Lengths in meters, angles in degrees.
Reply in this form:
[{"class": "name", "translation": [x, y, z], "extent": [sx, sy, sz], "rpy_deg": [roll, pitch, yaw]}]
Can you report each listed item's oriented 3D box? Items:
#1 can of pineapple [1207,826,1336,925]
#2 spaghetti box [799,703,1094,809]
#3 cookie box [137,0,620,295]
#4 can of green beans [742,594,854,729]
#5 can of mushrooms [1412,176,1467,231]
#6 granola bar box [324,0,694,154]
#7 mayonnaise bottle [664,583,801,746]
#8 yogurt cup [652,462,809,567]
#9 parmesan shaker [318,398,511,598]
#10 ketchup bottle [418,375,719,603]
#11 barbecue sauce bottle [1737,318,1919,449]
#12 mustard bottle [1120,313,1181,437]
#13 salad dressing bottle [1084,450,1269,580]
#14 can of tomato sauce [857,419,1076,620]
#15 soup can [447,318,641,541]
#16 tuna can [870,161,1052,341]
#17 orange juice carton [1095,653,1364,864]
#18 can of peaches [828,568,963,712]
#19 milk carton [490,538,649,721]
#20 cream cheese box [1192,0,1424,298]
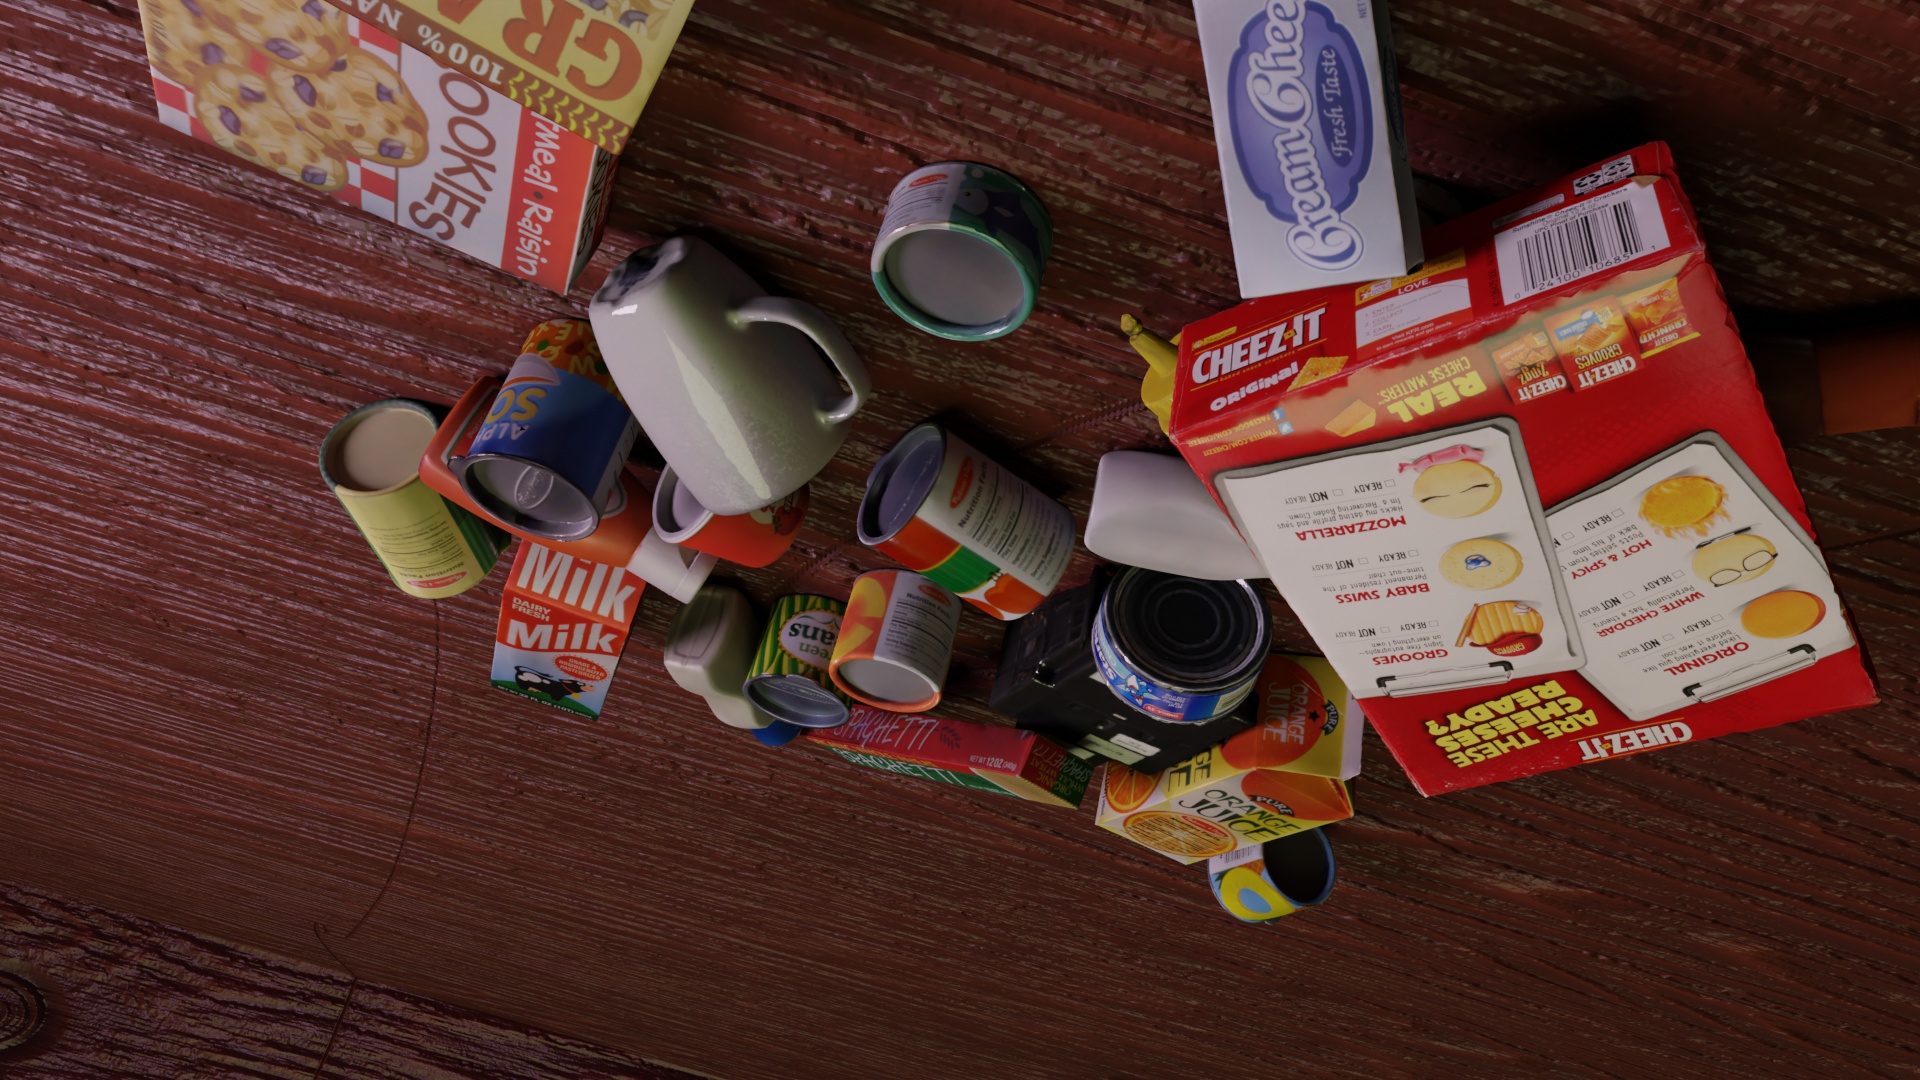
[{"class": "can of pineapple", "translation": [0.212, 0.221, 0.938], "extent": [0.071, 0.071, 0.057], "rpy_deg": [25, 147, -17]}, {"class": "spaghetti box", "translation": [-0.018, 0.129, 0.860], "extent": [0.050, 0.029, 0.250], "rpy_deg": [34, 160, -30]}, {"class": "cookie box", "translation": [-0.210, -0.173, 0.515], "extent": [0.167, 0.040, 0.122], "rpy_deg": [22, 147, -11]}, {"class": "can of green beans", "translation": [-0.091, 0.073, 0.837], "extent": [0.071, 0.058, 0.071], "rpy_deg": [11, 148, 7]}, {"class": "can of mushrooms", "translation": [0.146, -0.097, 0.493], "extent": [0.071, 0.033, 0.070], "rpy_deg": [11, 149, 7]}, {"class": "granola bar box", "translation": [-0.148, -0.207, 0.401], "extent": [0.165, 0.039, 0.123], "rpy_deg": [26, 127, -18]}, {"class": "mayonnaise bottle", "translation": [-0.138, 0.086, 0.877], "extent": [0.041, 0.065, 0.147], "rpy_deg": [7, 152, 18]}, {"class": "yogurt cup", "translation": [-0.113, -0.021, 0.693], "extent": [0.072, 0.073, 0.054], "rpy_deg": [-19, 143, 42]}, {"class": "parmesan shaker", "translation": [-0.298, -0.023, 0.765], "extent": [0.071, 0.071, 0.102], "rpy_deg": [10, 147, 7]}, {"class": "ketchup bottle", "translation": [-0.194, -0.020, 0.708], "extent": [0.149, 0.065, 0.043], "rpy_deg": [32, 151, -11]}, {"class": "barbecue sauce bottle", "translation": [0.269, -0.051, 0.505], "extent": [0.148, 0.044, 0.064], "rpy_deg": [-6, 147, 30]}, {"class": "mustard bottle", "translation": [0.122, -0.044, 0.562], "extent": [0.160, 0.066, 0.048], "rpy_deg": [35, 134, -21]}, {"class": "salad dressing bottle", "translation": [0.133, -0.005, 0.637], "extent": [0.148, 0.044, 0.064], "rpy_deg": [11, 148, 3]}, {"class": "can of tomato sauce", "translation": [0.002, -0.008, 0.663], "extent": [0.083, 0.071, 0.071], "rpy_deg": [31, 145, -26]}, {"class": "soup can", "translation": [-0.189, -0.054, 0.651], "extent": [0.071, 0.084, 0.071], "rpy_deg": [10, 148, 7]}, {"class": "tuna can", "translation": [0.002, -0.108, 0.535], "extent": [0.071, 0.033, 0.070], "rpy_deg": [11, 148, 7]}, {"class": "orange juice carton", "translation": [0.165, 0.125, 0.801], "extent": [0.073, 0.072, 0.192], "rpy_deg": [26, 147, -19]}, {"class": "can of peaches", "translation": [-0.037, 0.059, 0.792], "extent": [0.071, 0.058, 0.071], "rpy_deg": [10, 148, 7]}, {"class": "milk carton", "translation": [-0.223, 0.032, 0.812], "extent": [0.072, 0.074, 0.189], "rpy_deg": [20, 148, -10]}, {"class": "cream cheese box", "translation": [0.104, -0.128, 0.418], "extent": [0.053, 0.024, 0.103], "rpy_deg": [-5, 104, 31]}]
